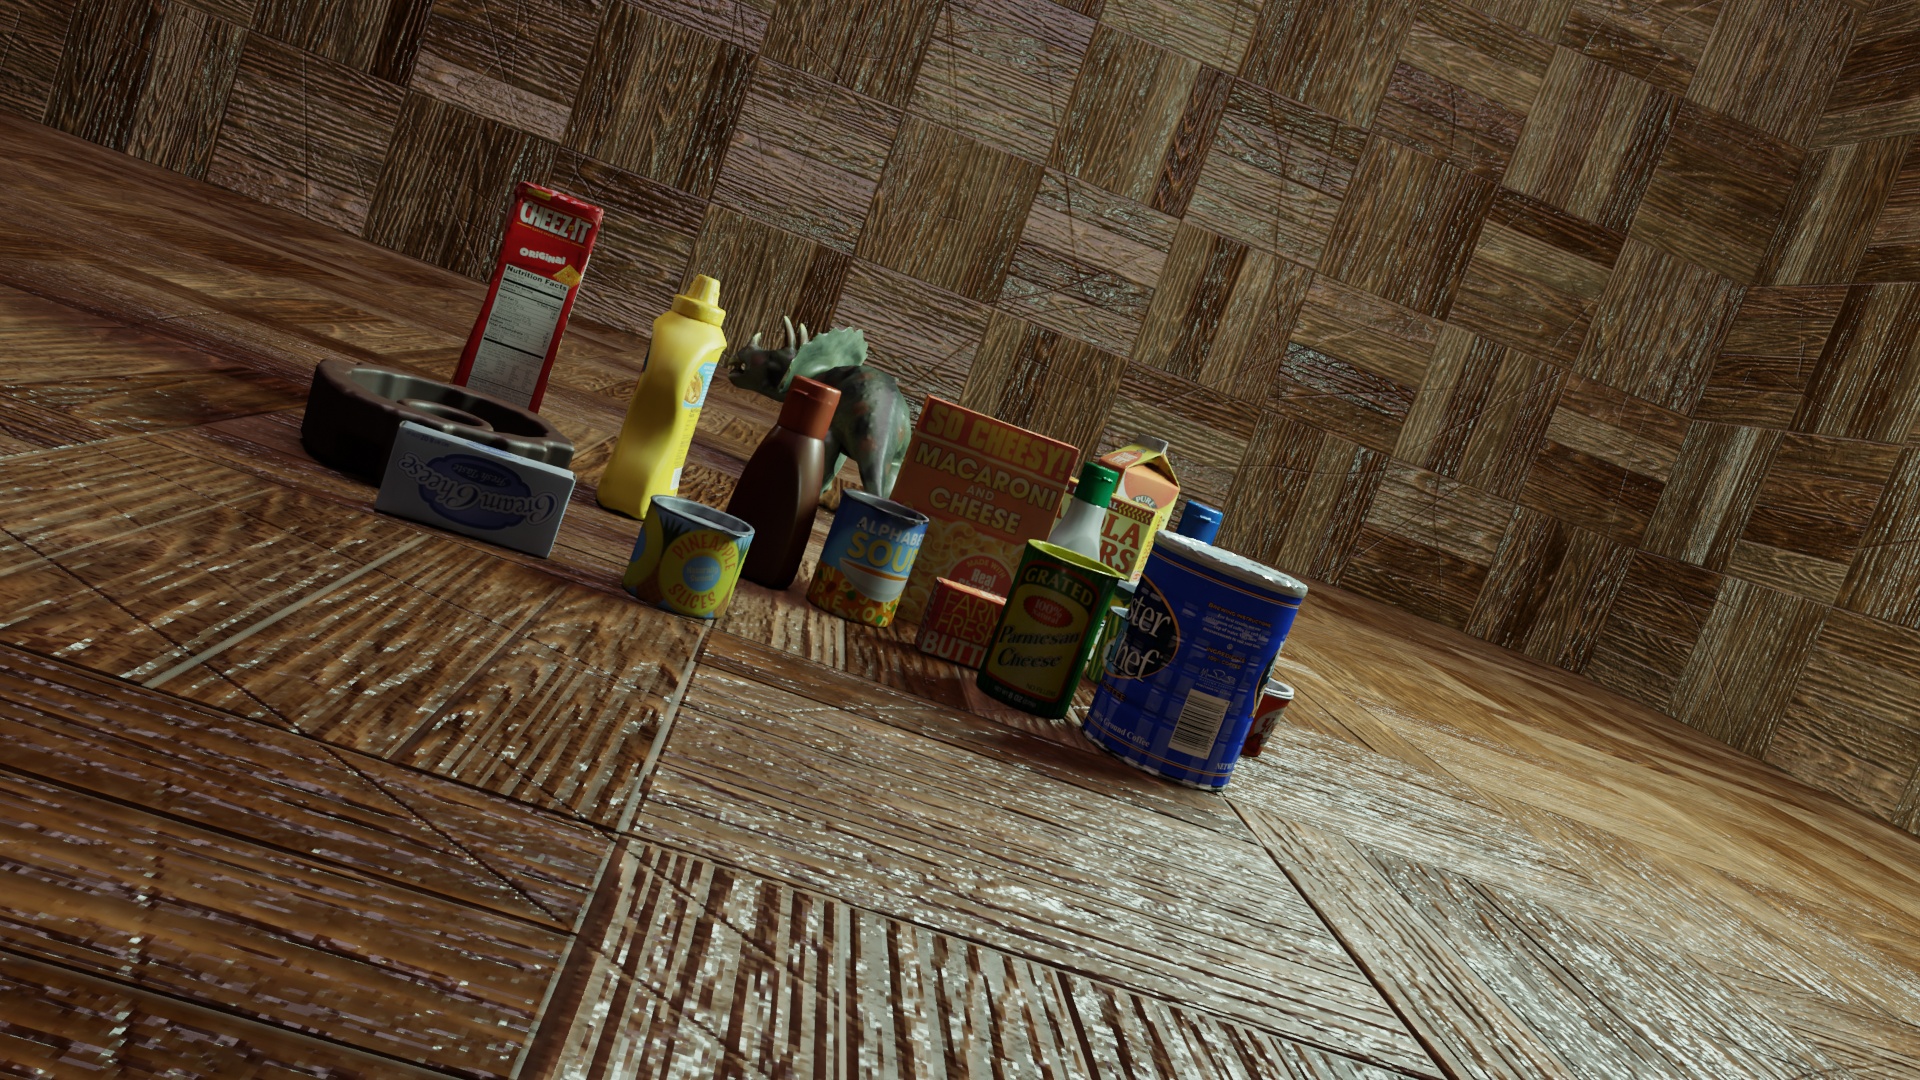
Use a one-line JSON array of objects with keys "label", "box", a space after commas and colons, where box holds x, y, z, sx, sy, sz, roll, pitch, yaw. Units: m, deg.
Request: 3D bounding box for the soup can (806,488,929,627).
[{"label": "soup can", "box": [-0.066, 0.013, 1.001, 0.071, 0.083, 0.071, 20, 7, -2]}]

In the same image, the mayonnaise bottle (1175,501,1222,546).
[{"label": "mayonnaise bottle", "box": [0.209, 0.037, 1.331, 0.065, 0.148, 0.041, 20, 6, -2]}]

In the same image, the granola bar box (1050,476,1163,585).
[{"label": "granola bar box", "box": [0.112, -0.001, 1.449, 0.166, 0.124, 0.039, 23, 7, 20]}]

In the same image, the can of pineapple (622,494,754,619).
[{"label": "can of pineapple", "box": [-0.166, 0.010, 0.849, 0.071, 0.057, 0.071, 20, 7, -2]}]

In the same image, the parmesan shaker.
[{"label": "parmesan shaker", "box": [0.060, 0.060, 0.922, 0.071, 0.103, 0.071, 20, 6, -2]}]

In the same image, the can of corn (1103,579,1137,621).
[{"label": "can of corn", "box": [0.157, 0.074, 1.272, 0.071, 0.058, 0.071, 20, 7, -2]}]

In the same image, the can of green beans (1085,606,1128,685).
[{"label": "can of green beans", "box": [0.138, 0.090, 1.092, 0.071, 0.057, 0.071, 20, 7, -2]}]

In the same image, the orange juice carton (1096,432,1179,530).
[{"label": "orange juice carton", "box": [0.178, -0.024, 1.526, 0.073, 0.192, 0.072, 18, 7, -21]}]

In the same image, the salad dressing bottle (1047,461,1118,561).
[{"label": "salad dressing bottle", "box": [0.118, -0.005, 1.394, 0.064, 0.147, 0.044, 17, 7, -24]}]

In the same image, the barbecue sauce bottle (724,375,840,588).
[{"label": "barbecue sauce bottle", "box": [-0.128, -0.044, 1.001, 0.065, 0.148, 0.044, 23, 7, 23]}]

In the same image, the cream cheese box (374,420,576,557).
[{"label": "cream cheese box", "box": [-0.288, -0.030, 0.828, 0.104, 0.053, 0.024, 18, 7, -20]}]

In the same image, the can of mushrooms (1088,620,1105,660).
[{"label": "can of mushrooms", "box": [0.087, 0.074, 1.174, 0.071, 0.033, 0.071, 20, 7, -2]}]

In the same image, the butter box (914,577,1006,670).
[{"label": "butter box", "box": [0.024, 0.066, 0.975, 0.103, 0.053, 0.024, 19, 7, -11]}]

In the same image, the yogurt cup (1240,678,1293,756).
[{"label": "yogurt cup", "box": [0.207, 0.125, 1.034, 0.072, 0.054, 0.072, 20, 7, -2]}]

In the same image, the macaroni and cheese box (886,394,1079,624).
[{"label": "macaroni and cheese box", "box": [0.004, -0.013, 1.063, 0.124, 0.166, 0.040, 19, 6, -7]}]
